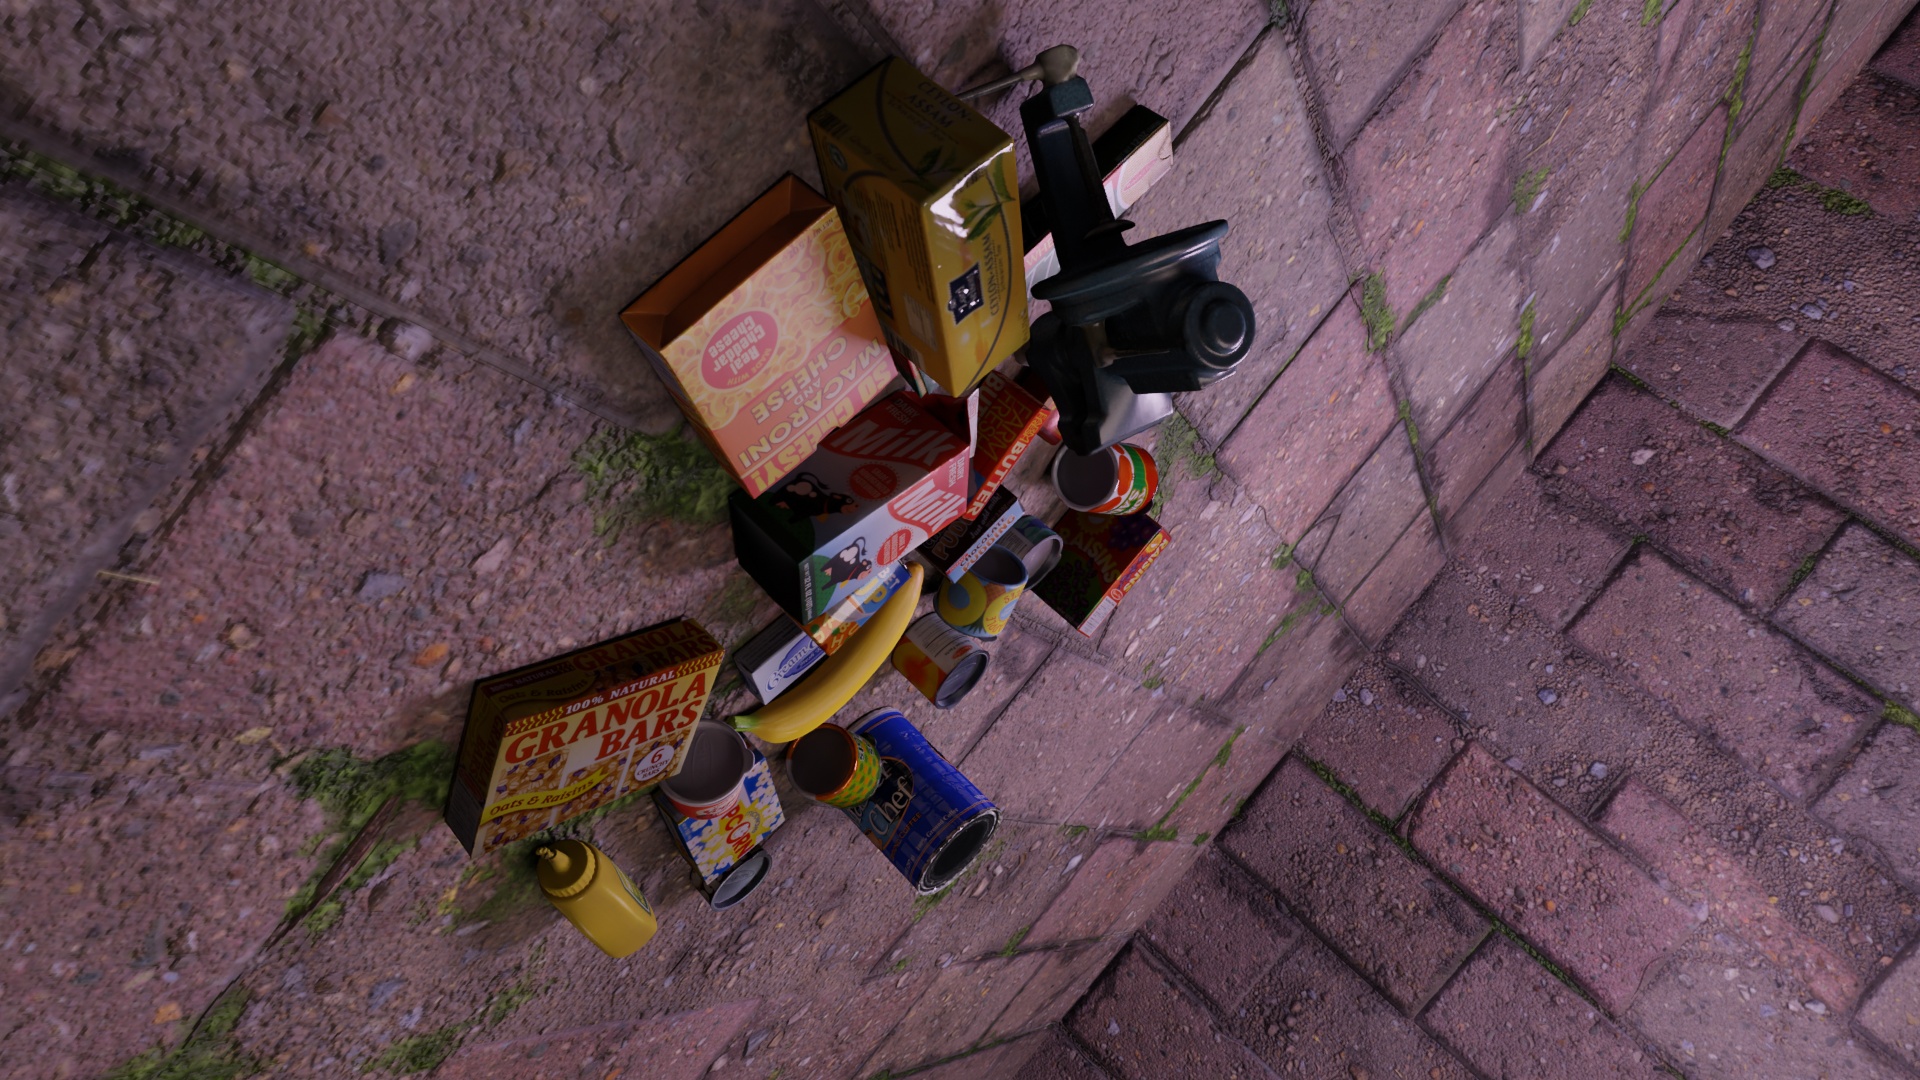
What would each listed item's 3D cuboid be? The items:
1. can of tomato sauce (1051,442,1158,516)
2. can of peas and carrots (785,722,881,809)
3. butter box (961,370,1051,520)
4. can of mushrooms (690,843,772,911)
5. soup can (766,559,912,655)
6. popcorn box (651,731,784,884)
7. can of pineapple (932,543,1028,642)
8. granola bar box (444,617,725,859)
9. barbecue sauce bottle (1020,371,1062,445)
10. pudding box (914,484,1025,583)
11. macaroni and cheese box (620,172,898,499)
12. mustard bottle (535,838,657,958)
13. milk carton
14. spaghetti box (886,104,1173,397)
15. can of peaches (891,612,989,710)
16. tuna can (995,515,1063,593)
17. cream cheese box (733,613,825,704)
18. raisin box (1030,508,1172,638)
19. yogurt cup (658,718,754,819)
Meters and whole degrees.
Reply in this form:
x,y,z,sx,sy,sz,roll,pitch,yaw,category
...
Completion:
x,y,z,sx,sy,sz,roll,pitch,yaw,category
0.127,-0.054,1.217,0.071,0.071,0.083,-57,153,17,can of tomato sauce
-0.107,0.191,1.186,0.071,0.071,0.058,-48,154,-1,can of peas and carrots
0.017,-0.071,1.036,0.103,0.053,0.024,-54,156,10,butter box
-0.198,0.286,1.209,0.071,0.033,0.070,-36,152,-24,can of mushrooms
-0.086,0.031,0.994,0.084,0.071,0.071,-45,154,-8,soup can
-0.192,0.215,1.115,0.085,0.038,0.126,-39,153,-22,popcorn box
0.018,0.042,1.175,0.071,0.071,0.057,-16,139,-49,can of pineapple
-0.244,0.125,0.906,0.166,0.039,0.123,-17,141,-48,granola bar box
0.099,-0.145,1.076,0.148,0.044,0.065,-52,153,5,barbecue sauce bottle
0.004,-0.014,1.099,0.084,0.050,0.030,-45,156,-7,pudding box
-0.108,-0.110,0.798,0.124,0.040,0.165,-43,154,-11,macaroni and cheese box
-0.272,0.255,1.016,0.049,0.065,0.159,-37,149,-14,mustard bottle
-0.057,-0.034,0.944,0.191,0.073,0.072,-35,151,-27,milk carton
0.050,-0.197,0.942,0.250,0.029,0.050,-44,154,-11,spaghetti box
-0.018,0.107,1.221,0.071,0.058,0.071,-38,153,-23,can of peaches
0.059,0.012,1.242,0.071,0.033,0.070,-37,152,-23,tuna can
-0.121,0.074,1.050,0.104,0.024,0.053,-40,152,-19,cream cheese box
0.123,0.015,1.286,0.123,0.086,0.040,-50,150,2,raisin box
-0.191,0.173,1.031,0.073,0.072,0.053,-36,160,-25,yogurt cup
